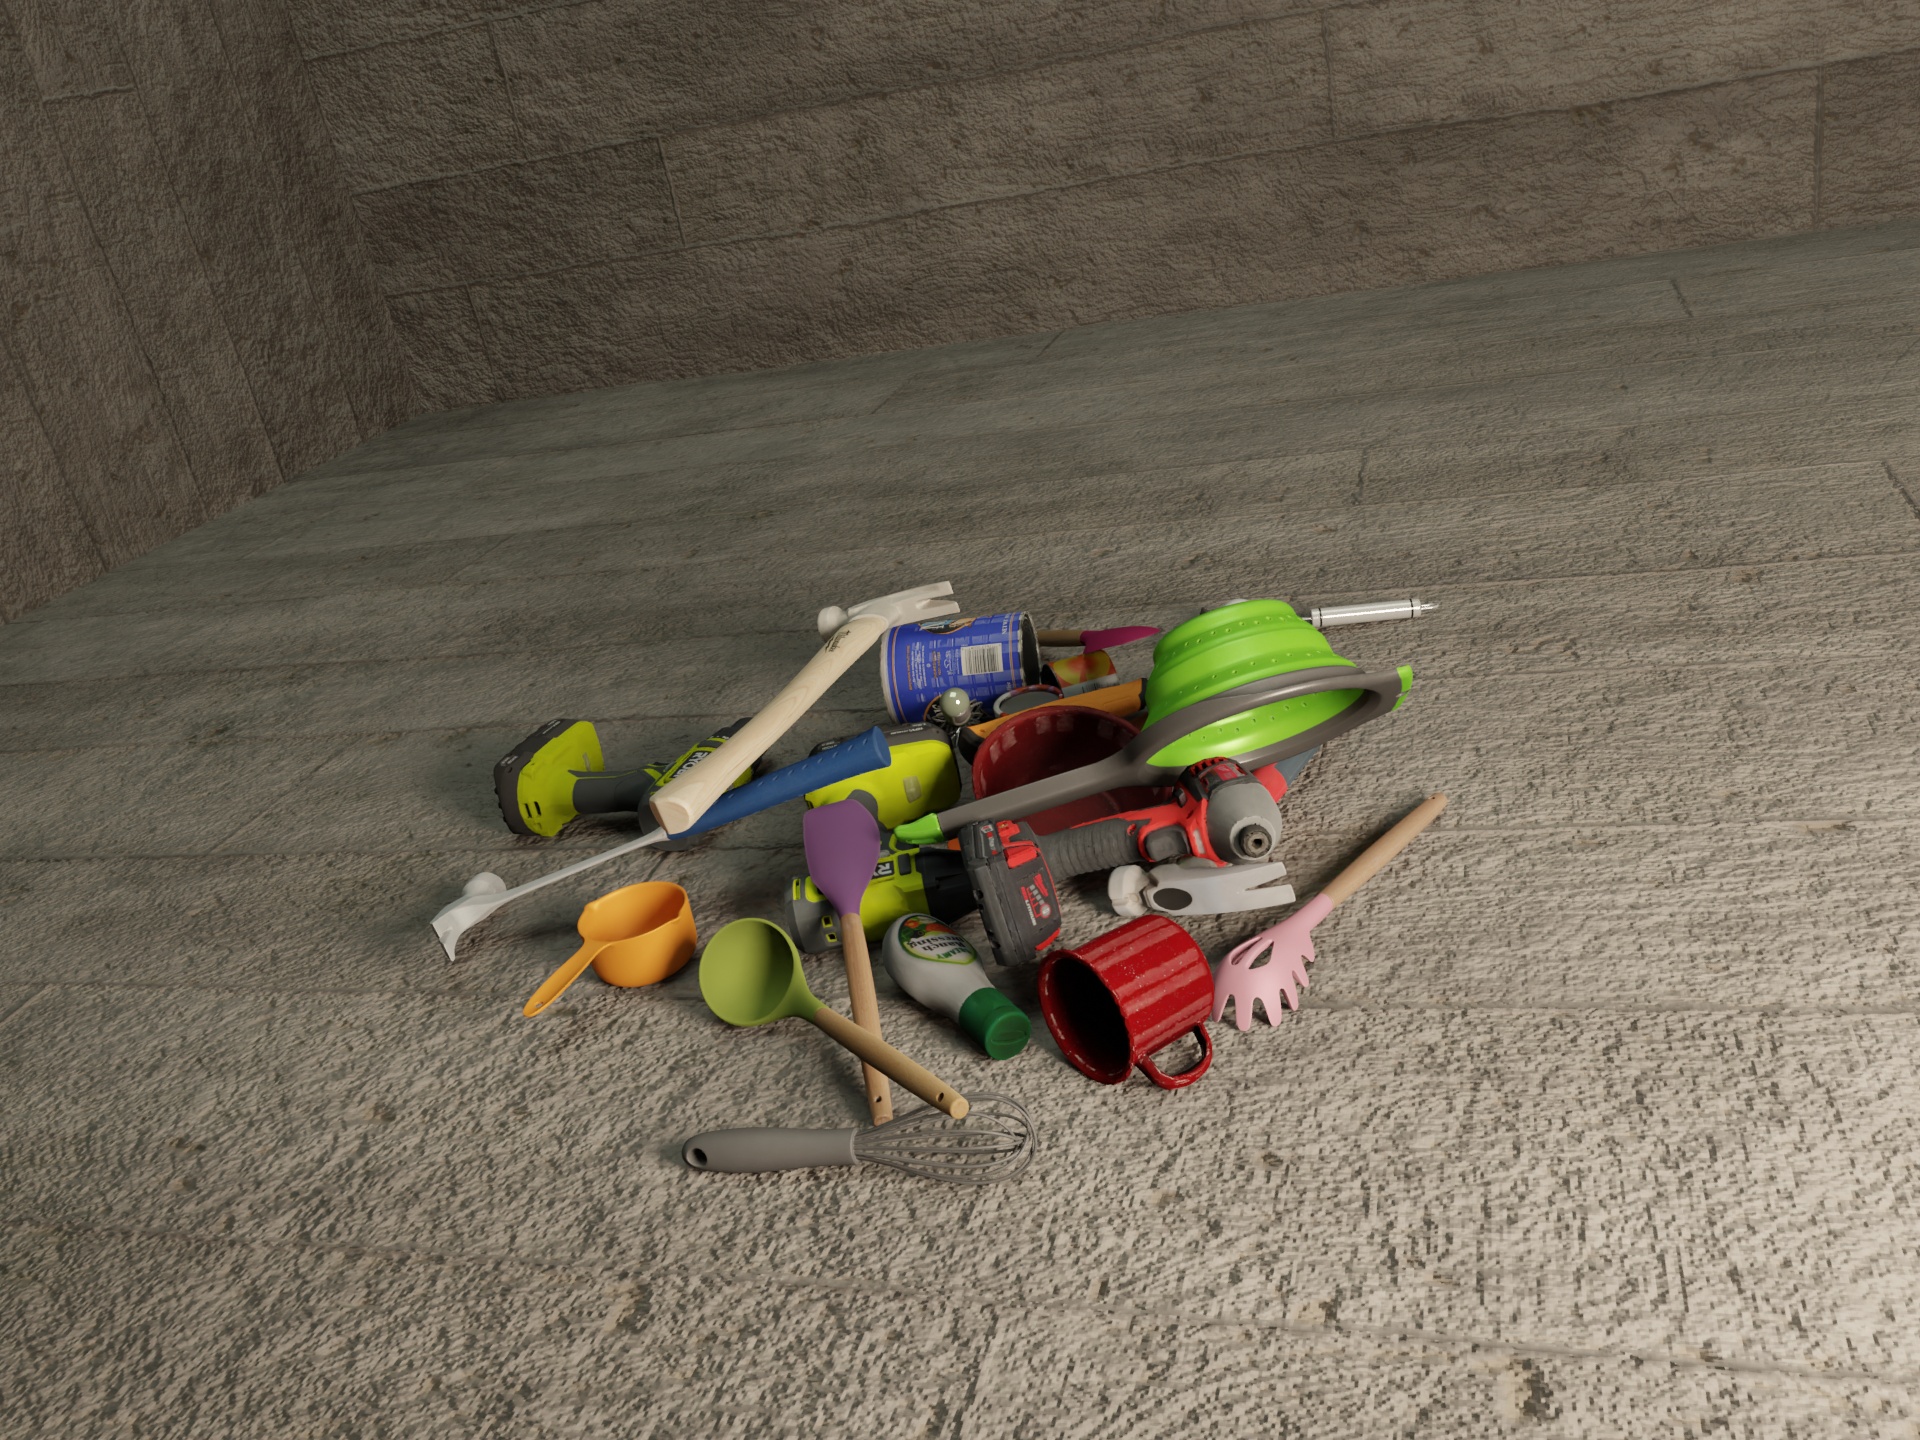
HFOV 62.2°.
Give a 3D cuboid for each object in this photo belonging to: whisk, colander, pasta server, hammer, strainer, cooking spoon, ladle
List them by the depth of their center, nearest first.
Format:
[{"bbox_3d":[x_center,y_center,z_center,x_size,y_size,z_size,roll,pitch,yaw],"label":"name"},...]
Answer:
[{"bbox_3d":[-0.066,0.261,0.984,0.239,0.055,0.055,-8,24,18],"label":"whisk"},{"bbox_3d":[-0.089,0.200,1.054,0.320,0.062,0.078,14,75,59],"label":"ladle"},{"bbox_3d":[0.276,0.126,1.146,0.060,0.040,0.316,11,29,40],"label":"pasta server"},{"bbox_3d":[0.131,-0.003,1.196,0.397,0.095,0.204,-18,-17,5],"label":"colander"},{"bbox_3d":[0.264,0.046,1.282,0.143,0.038,0.386,-9,19,38],"label":"hammer"},{"bbox_3d":[-0.249,0.097,1.304,0.405,0.035,0.144,-22,11,8],"label":"hammer"},{"bbox_3d":[-0.136,-0.020,1.371,0.146,0.038,0.411,-11,22,28],"label":"hammer"},{"bbox_3d":[-0.002,-0.004,1.404,0.058,0.059,0.246,-37,-5,-2],"label":"whisk"},{"bbox_3d":[0.138,-0.023,1.420,0.337,0.034,0.127,-17,43,-31],"label":"hammer"},{"bbox_3d":[0.114,-0.081,1.565,0.068,0.017,0.319,-19,7,-15],"label":"cooking spoon"},{"bbox_3d":[0.348,-0.104,1.596,0.258,0.050,0.087,-5,8,5],"label":"strainer"}]

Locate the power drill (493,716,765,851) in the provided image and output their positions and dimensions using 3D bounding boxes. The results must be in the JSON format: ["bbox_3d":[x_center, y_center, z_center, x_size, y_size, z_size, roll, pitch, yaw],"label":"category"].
[{"bbox_3d":[-0.305,0.050,1.516,0.228,0.080,0.191,1,27,21],"label":"power drill"}]

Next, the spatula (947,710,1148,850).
[{"bbox_3d":[0.118,0.040,1.410,0.081,0.041,0.322,11,29,41],"label":"spatula"}]

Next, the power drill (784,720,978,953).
[{"bbox_3d":[-0.054,0.094,1.300,0.171,0.080,0.223,-12,30,2],"label":"power drill"}]

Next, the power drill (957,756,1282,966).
[{"bbox_3d":[0.115,0.091,1.114,0.219,0.078,0.143,-18,13,0],"label":"power drill"}]

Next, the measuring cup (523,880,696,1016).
[{"bbox_3d":[-0.271,0.191,1.222,0.095,0.052,0.174,3,30,29],"label":"measuring cup"}]

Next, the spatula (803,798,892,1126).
[{"bbox_3d":[-0.074,0.161,1.143,0.060,0.018,0.316,-15,39,1],"label":"spatula"}]

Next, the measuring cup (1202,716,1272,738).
[{"bbox_3d":[0.239,-0.005,1.337,0.083,0.038,0.167,-32,-6,-9],"label":"measuring cup"}]
